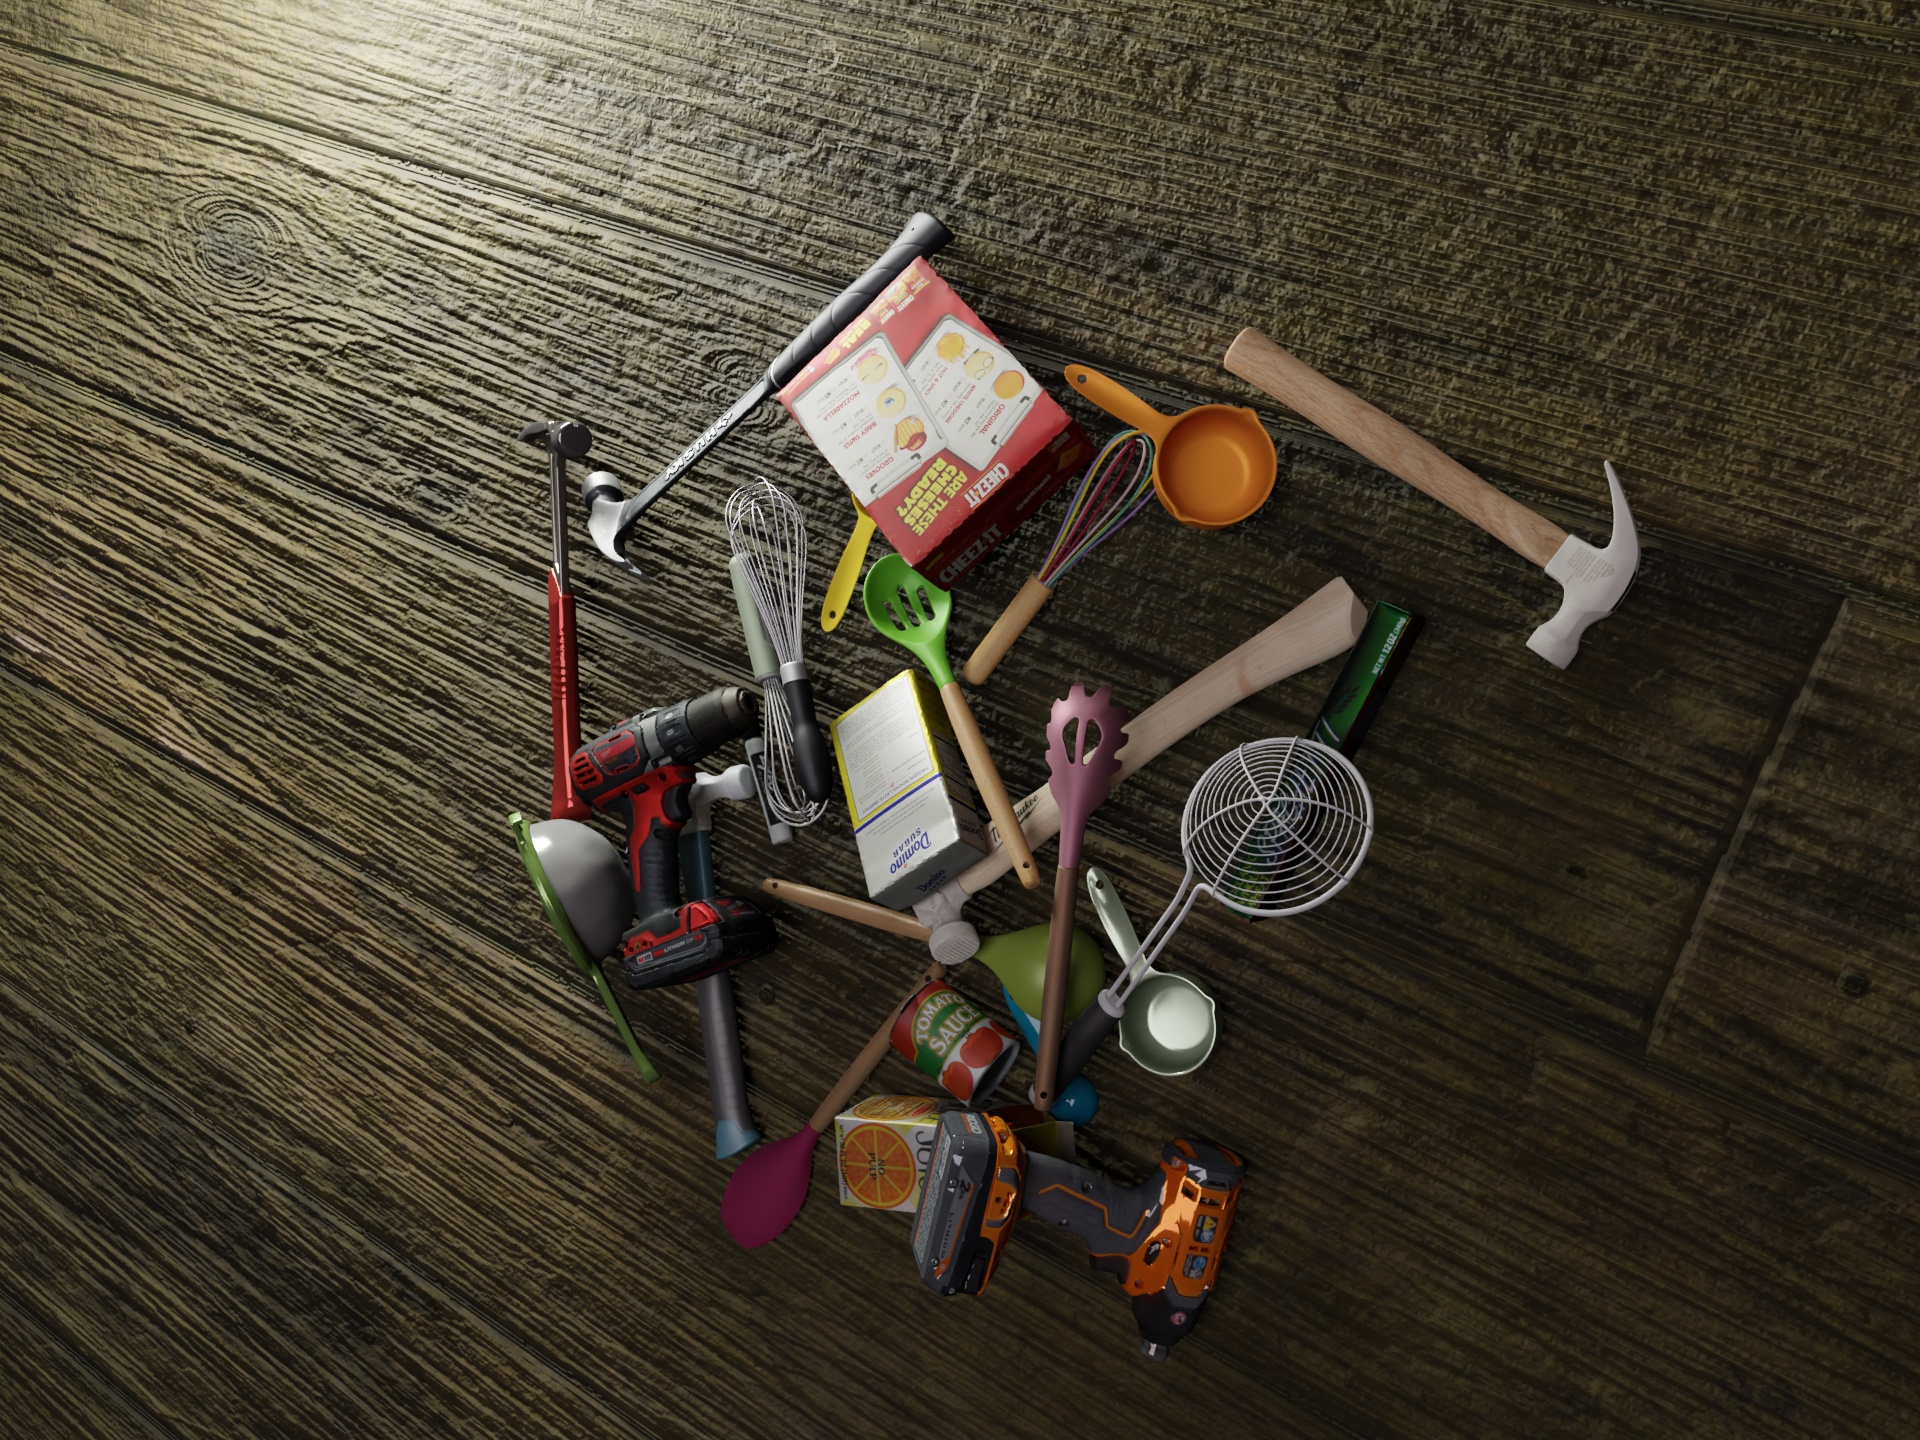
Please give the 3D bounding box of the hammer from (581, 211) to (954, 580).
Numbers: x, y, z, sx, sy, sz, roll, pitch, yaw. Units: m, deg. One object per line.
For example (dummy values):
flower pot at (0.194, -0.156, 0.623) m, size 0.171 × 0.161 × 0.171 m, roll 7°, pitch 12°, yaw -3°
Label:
hammer at (-0.165, -0.277, 1.338) m, size 0.409 × 0.036 × 0.149 m, roll -39°, pitch 44°, yaw 16°

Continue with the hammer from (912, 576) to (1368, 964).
hammer at (0.121, 0.018, 1.204) m, size 0.410 × 0.038 × 0.146 m, roll -36°, pitch 49°, yaw 16°

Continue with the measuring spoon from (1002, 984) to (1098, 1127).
measuring spoon at (0.064, 0.260, 1.246) m, size 0.042 × 0.021 × 0.129 m, roll -34°, pitch 77°, yaw 21°

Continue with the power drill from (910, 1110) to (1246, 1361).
power drill at (0.084, 0.377, 1.157) m, size 0.226 × 0.084 × 0.164 m, roll 12°, pitch 95°, yaw -11°

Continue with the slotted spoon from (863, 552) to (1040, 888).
slotted spoon at (-0.002, -0.004, 1.234) m, size 0.070 × 0.031 × 0.314 m, roll -20°, pitch 60°, yaw -7°

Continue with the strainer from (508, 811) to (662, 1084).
strainer at (-0.301, 0.187, 1.379) m, size 0.069 × 0.151 × 0.256 m, roll -28°, pitch 78°, yaw -9°

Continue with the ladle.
ladle at (-0.029, 0.172, 1.288) m, size 0.320 × 0.062 × 0.078 m, roll 11°, pitch 73°, yaw 33°

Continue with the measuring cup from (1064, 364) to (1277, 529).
measuring cup at (0.150, -0.207, 1.170) m, size 0.173 × 0.052 × 0.095 m, roll 34°, pitch 90°, yaw 4°

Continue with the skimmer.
skimmer at (0.158, 0.162, 1.137) m, size 0.127 × 0.090 × 0.363 m, roll 57°, pitch 134°, yaw 33°

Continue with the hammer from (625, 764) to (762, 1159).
hammer at (-0.215, 0.211, 1.377) m, size 0.128 × 0.033 × 0.331 m, roll -11°, pitch 84°, yaw 24°

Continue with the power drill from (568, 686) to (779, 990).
power drill at (-0.224, 0.093, 1.321) m, size 0.188 × 0.080 × 0.227 m, roll -24°, pitch 76°, yaw 27°

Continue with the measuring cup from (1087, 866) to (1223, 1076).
measuring cup at (0.141, 0.186, 1.203) m, size 0.083 × 0.038 × 0.168 m, roll -32°, pitch 74°, yaw 22°

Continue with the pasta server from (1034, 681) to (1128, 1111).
pasta server at (0.078, 0.131, 1.161) m, size 0.060 × 0.040 × 0.316 m, roll 7°, pitch 98°, yaw 12°

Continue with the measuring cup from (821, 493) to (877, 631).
measuring cup at (-0.078, -0.145, 1.321) m, size 0.062 × 0.029 × 0.156 m, roll 29°, pitch 104°, yaw 23°

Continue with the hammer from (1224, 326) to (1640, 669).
hammer at (0.326, -0.183, 1.122) m, size 0.331 × 0.031 × 0.130 m, roll 40°, pitch 106°, yaw 21°

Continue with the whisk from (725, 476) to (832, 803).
whisk at (-0.143, -0.069, 1.316) m, size 0.070 × 0.070 × 0.285 m, roll -19°, pitch 75°, yaw 24°

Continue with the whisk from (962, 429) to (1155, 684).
whisk at (0.074, -0.127, 1.238) m, size 0.051 × 0.047 × 0.245 m, roll 44°, pitch 110°, yaw 19°

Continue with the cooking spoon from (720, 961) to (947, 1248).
cooking spoon at (-0.107, 0.321, 1.330) m, size 0.069 × 0.017 × 0.319 m, roll 44°, pitch 107°, yaw 24°

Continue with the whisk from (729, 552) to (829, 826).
whisk at (-0.158, -0.029, 1.347) m, size 0.059 × 0.057 × 0.246 m, roll -20°, pitch 76°, yaw 19°

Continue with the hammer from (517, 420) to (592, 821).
hammer at (-0.361, -0.087, 1.433) m, size 0.149 × 0.036 × 0.359 m, roll 12°, pitch 105°, yaw 61°
